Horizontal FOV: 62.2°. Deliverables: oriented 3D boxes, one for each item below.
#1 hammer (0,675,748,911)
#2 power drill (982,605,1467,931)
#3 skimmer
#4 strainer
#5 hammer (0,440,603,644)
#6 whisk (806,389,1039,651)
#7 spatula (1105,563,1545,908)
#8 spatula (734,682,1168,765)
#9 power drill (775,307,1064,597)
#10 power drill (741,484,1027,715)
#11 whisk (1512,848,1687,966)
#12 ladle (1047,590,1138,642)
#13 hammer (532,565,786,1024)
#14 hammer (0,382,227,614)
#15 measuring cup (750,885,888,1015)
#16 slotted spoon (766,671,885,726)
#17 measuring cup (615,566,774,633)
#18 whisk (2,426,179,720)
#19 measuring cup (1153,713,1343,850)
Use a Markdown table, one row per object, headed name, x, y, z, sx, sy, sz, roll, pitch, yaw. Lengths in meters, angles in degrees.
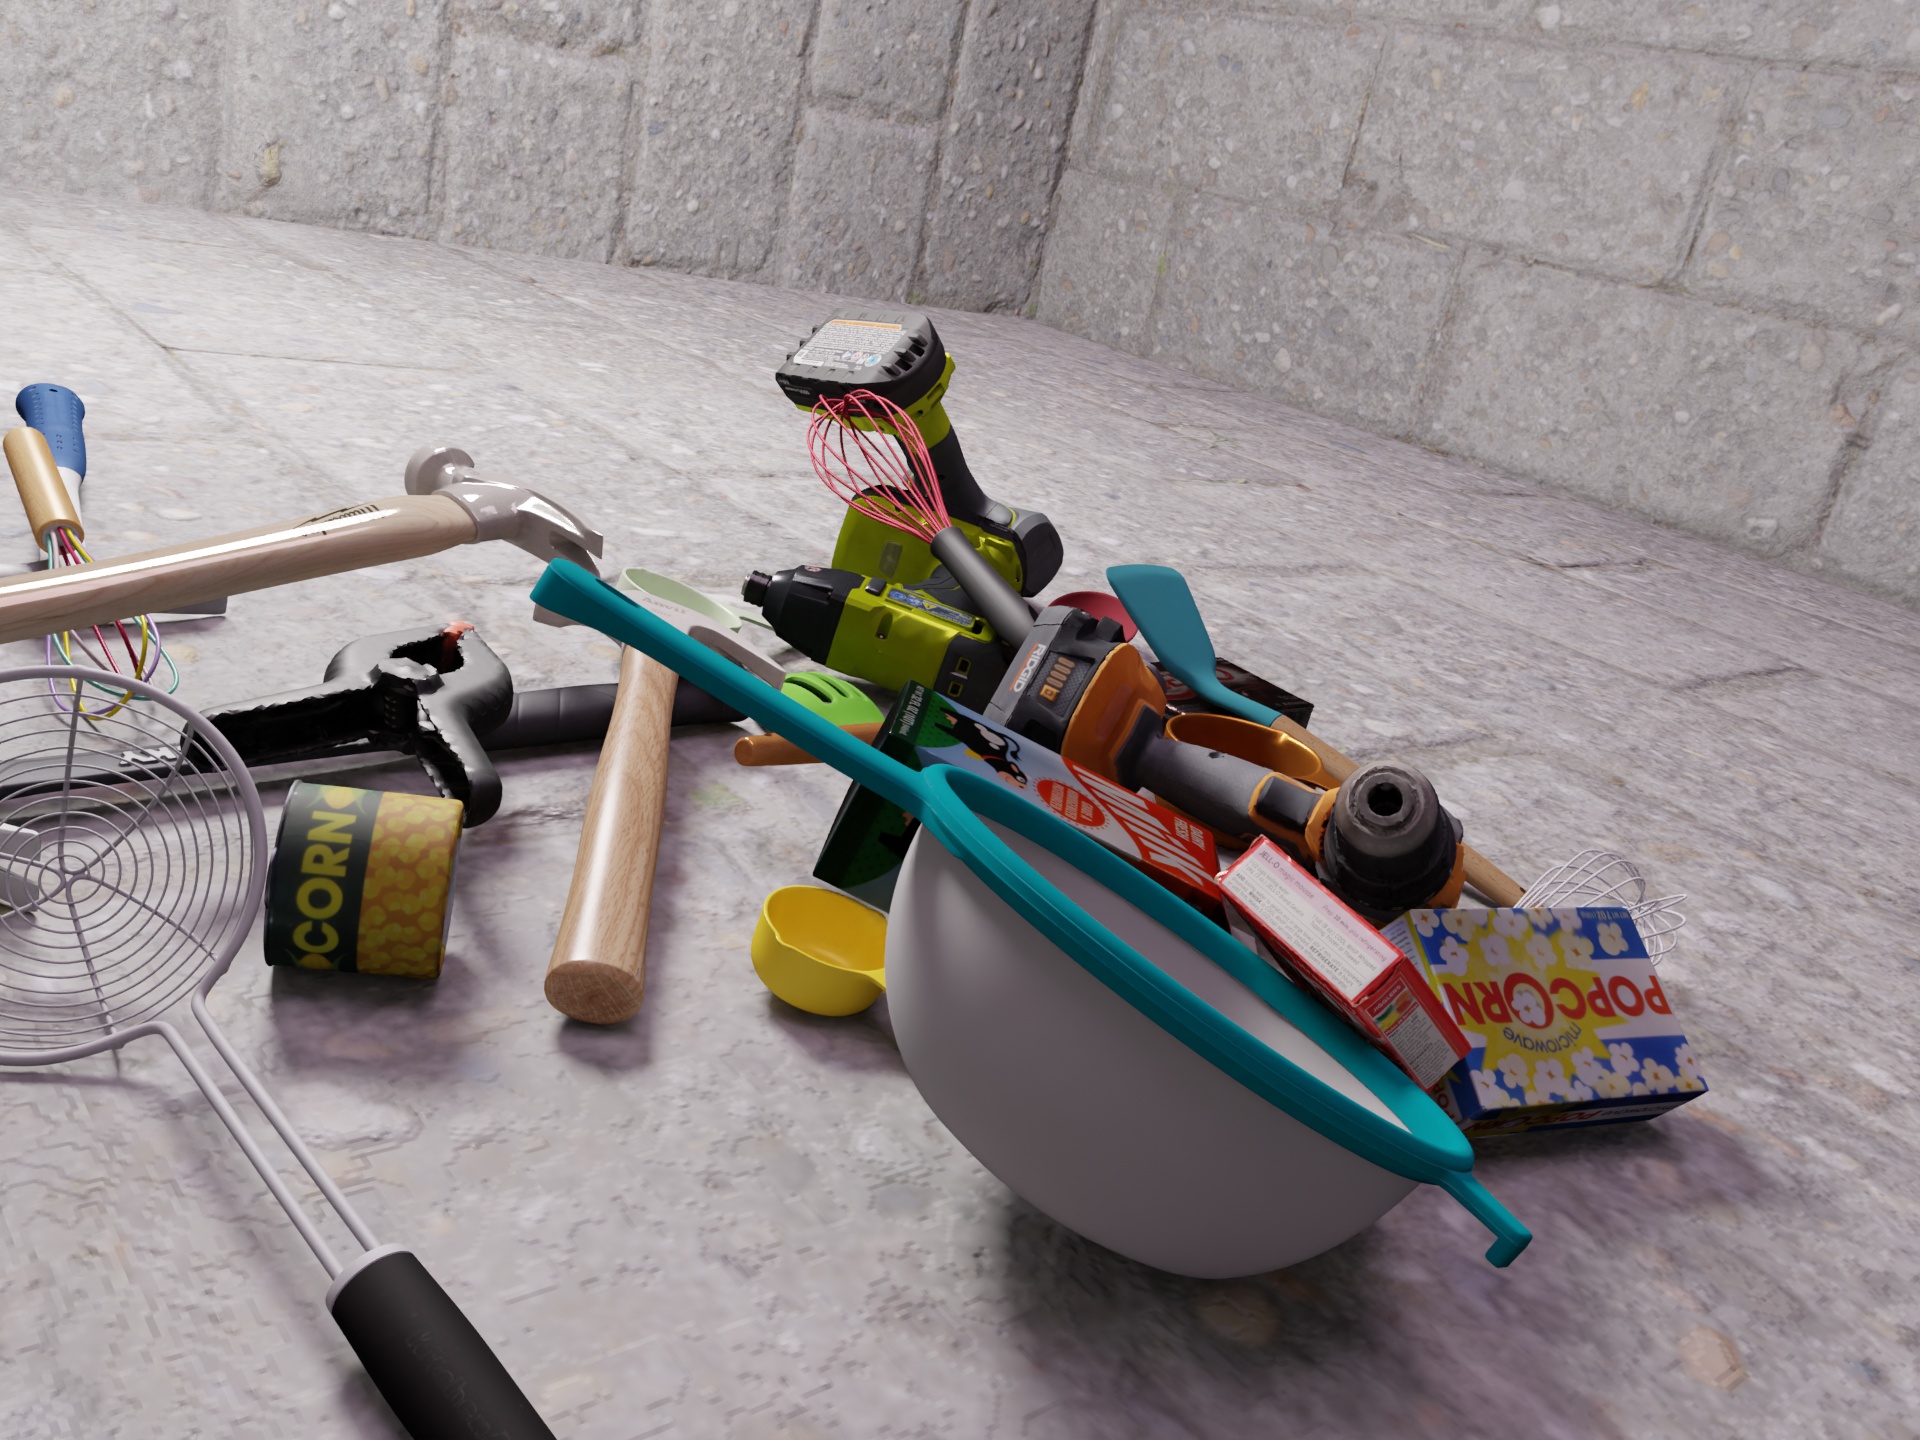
| name | x | y | z | sx | sy | sz | roll | pitch | yaw |
| --- | --- | --- | --- | --- | --- | --- | --- | --- | --- |
| hammer | -0.261 | 0.007 | 0.728 | 0.149 | 0.036 | 0.408 | 30 | 25 | 37 |
| power drill | 0.124 | 0.027 | 0.734 | 0.226 | 0.084 | 0.185 | 26 | -9 | 22 |
| skimmer | -0.200 | 0.100 | 0.428 | 0.127 | 0.090 | 0.364 | -39 | 49 | -24 |
| strainer | -0.002 | 0.076 | 0.503 | 0.340 | 0.095 | 0.211 | 32 | 5 | -12 |
| hammer | -0.354 | -0.056 | 0.690 | 0.146 | 0.038 | 0.410 | 28 | 33 | 32 |
| whisk | -0.018 | -0.121 | 0.985 | 0.073 | 0.073 | 0.296 | -2 | 40 | -36 |
| spatula | 0.207 | 0.008 | 0.920 | 0.318 | 0.044 | 0.082 | 40 | 28 | 31 |
| spatula | -0.001 | -0.003 | 0.823 | 0.081 | 0.041 | 0.322 | 11 | 9 | 34 |
| power drill | -0.040 | -0.194 | 1.194 | 0.191 | 0.228 | 0.080 | 19 | 62 | 43 |
| power drill | -0.039 | -0.083 | 1.037 | 0.171 | 0.080 | 0.223 | 20 | 22 | 0 |
| whisk | 0.240 | 0.113 | 0.723 | 0.284 | 0.070 | 0.070 | -10 | 29 | -38 |
| ladle | 0.066 | -0.032 | 1.051 | 0.069 | 0.031 | 0.315 | 14 | 21 | 10 |
| hammer | -0.144 | 0.021 | 0.710 | 0.130 | 0.031 | 0.332 | 16 | 25 | -14 |
| hammer | -0.540 | -0.141 | 0.963 | 0.144 | 0.035 | 0.406 | 0 | 23 | -31 |
| measuring cup | -0.019 | 0.118 | 0.599 | 0.157 | 0.029 | 0.062 | 38 | 24 | 27 |
| slotted spoon | 0.007 | 0.036 | 0.826 | 0.314 | 0.031 | 0.070 | 28 | 22 | 33 |
| measuring cup | -0.146 | -0.051 | 0.972 | 0.083 | 0.038 | 0.167 | 34 | 11 | 32 |
| whisk | -0.432 | -0.081 | 0.778 | 0.051 | 0.047 | 0.245 | -7 | 40 | -38 |
| measuring cup | 0.182 | 0.052 | 0.854 | 0.174 | 0.052 | 0.095 | 28 | 24 | 32 |
